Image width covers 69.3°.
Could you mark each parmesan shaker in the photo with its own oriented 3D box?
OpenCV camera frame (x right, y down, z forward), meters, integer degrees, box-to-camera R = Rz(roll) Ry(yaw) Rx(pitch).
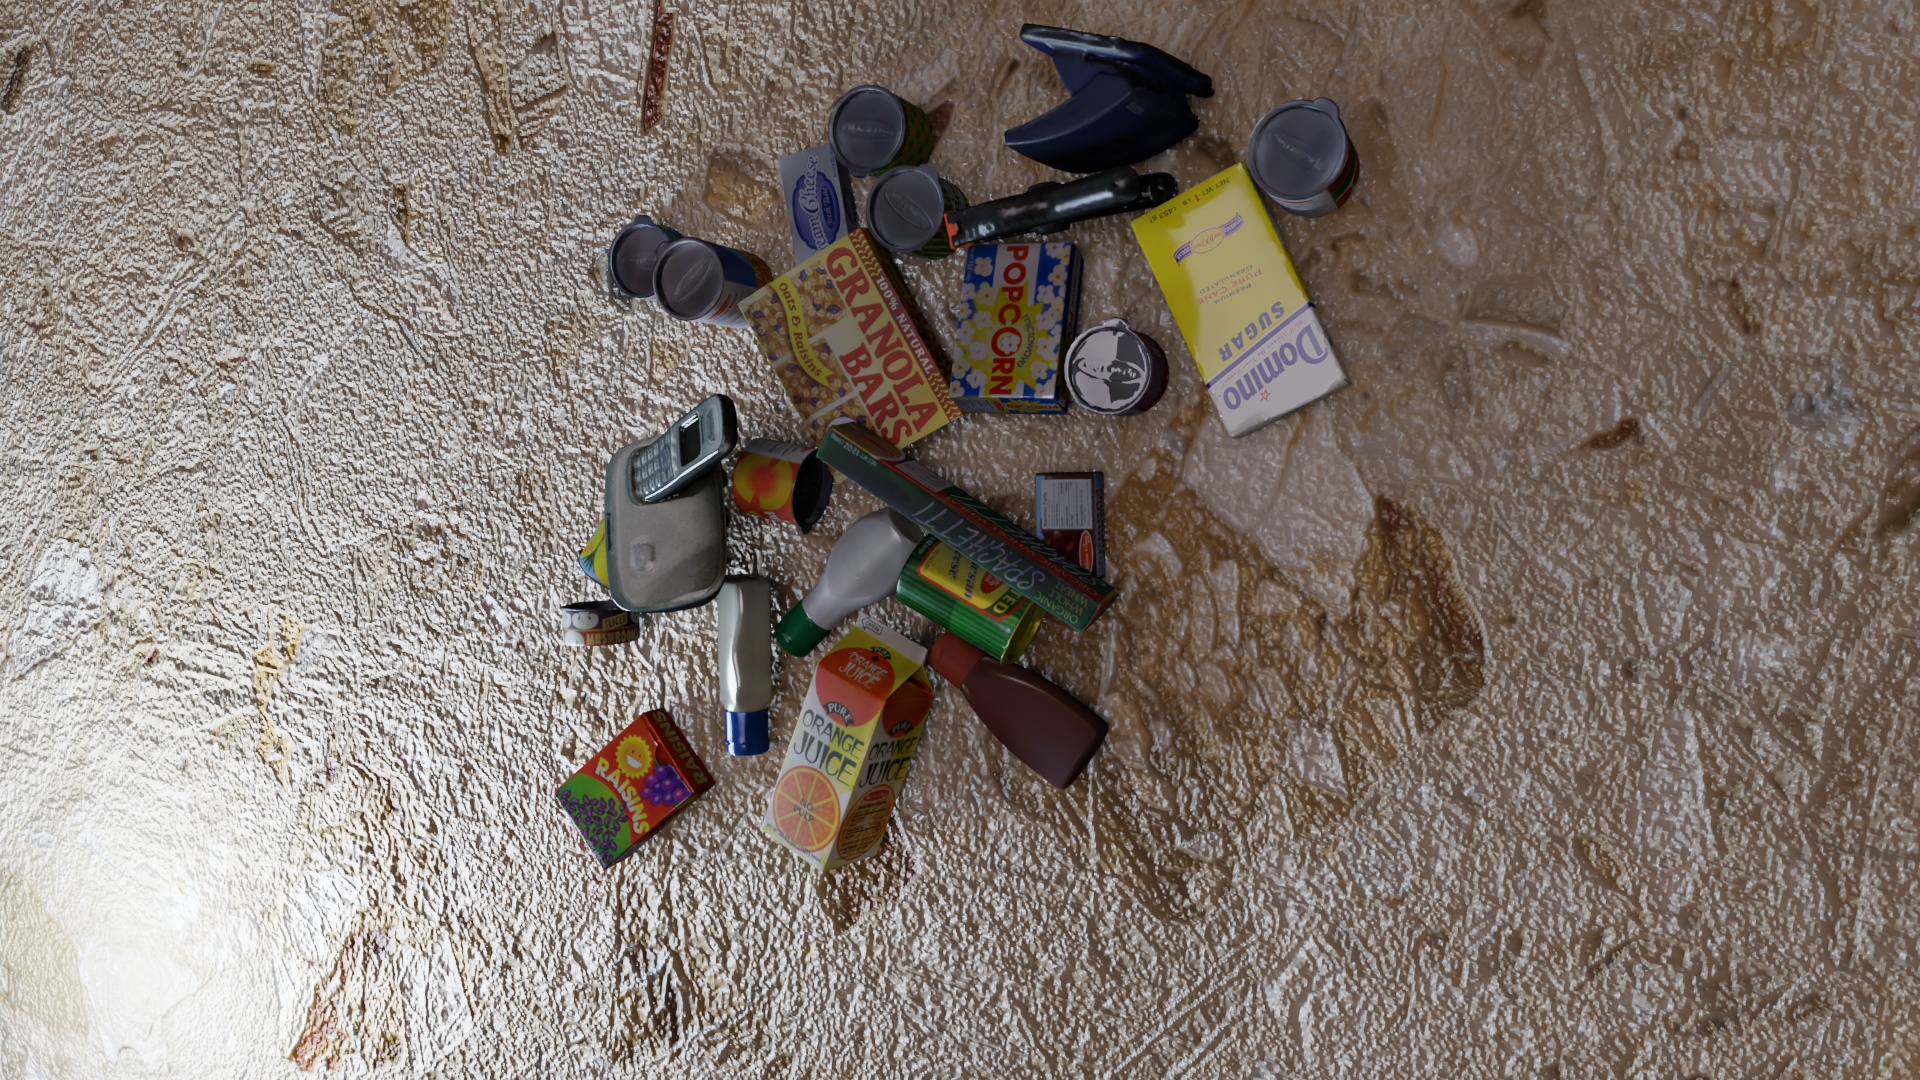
[{"bbox_3d":[0.008,0.045,1.077,0.103,0.071,0.071,29,103,17],"label":"parmesan shaker"}]

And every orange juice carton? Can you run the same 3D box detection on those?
[{"bbox_3d":[-0.084,0.159,1.113,0.072,0.073,0.192,26,103,30],"label":"orange juice carton"}]

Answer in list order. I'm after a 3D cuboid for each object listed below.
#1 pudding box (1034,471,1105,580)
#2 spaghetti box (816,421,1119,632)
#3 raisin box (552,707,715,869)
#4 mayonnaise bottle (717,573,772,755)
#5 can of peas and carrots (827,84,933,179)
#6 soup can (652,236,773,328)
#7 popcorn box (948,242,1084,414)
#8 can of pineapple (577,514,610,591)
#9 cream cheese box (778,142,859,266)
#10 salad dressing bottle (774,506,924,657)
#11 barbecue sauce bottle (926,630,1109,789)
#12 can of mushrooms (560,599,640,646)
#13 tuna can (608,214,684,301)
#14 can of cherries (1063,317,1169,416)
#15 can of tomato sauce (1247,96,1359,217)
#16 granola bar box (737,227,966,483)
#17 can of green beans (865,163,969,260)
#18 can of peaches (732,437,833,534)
[{"bbox_3d":[0.084,-0.011,1.066,0.049,0.030,0.083,-1,93,21],"label":"pudding box"},{"bbox_3d":[0.004,-0.013,1.048,0.250,0.050,0.028,33,110,13],"label":"spaghetti box"},{"bbox_3d":[-0.287,0.217,1.221,0.123,0.040,0.086,-40,78,18],"label":"raisin box"},{"bbox_3d":[-0.180,0.104,1.164,0.065,0.041,0.148,11,103,63],"label":"mayonnaise bottle"},{"bbox_3d":[-0.062,-0.316,1.092,0.071,0.059,0.071,2,94,22],"label":"can of peas and carrots"},{"bbox_3d":[-0.203,-0.212,1.139,0.071,0.084,0.071,1,94,21],"label":"soup can"},{"bbox_3d":[0.043,-0.161,1.053,0.085,0.038,0.127,3,78,20],"label":"popcorn box"},{"bbox_3d":[-0.287,0.006,1.193,0.071,0.071,0.057,37,105,16],"label":"can of pineapple"},{"bbox_3d":[-0.113,-0.266,1.133,0.053,0.024,0.103,-11,89,23],"label":"cream cheese box"},{"bbox_3d":[-0.093,0.036,1.132,0.147,0.044,0.064,-44,78,20],"label":"salad dressing bottle"},{"bbox_3d":[0.040,0.126,1.084,0.149,0.044,0.064,36,110,17],"label":"barbecue sauce bottle"},{"bbox_3d":[-0.311,0.071,1.206,0.071,0.071,0.033,0,94,22],"label":"can of mushrooms"},{"bbox_3d":[-0.265,-0.241,1.190,0.071,0.033,0.071,1,94,21],"label":"tuna can"},{"bbox_3d":[0.118,-0.128,1.031,0.071,0.058,0.071,1,93,23],"label":"can of cherries"},{"bbox_3d":[0.240,-0.264,0.962,0.071,0.083,0.071,1,94,21],"label":"can of tomato sauce"},{"bbox_3d":[-0.082,-0.147,1.106,0.124,0.039,0.165,-28,93,20],"label":"granola bar box"},{"bbox_3d":[-0.032,-0.254,1.083,0.071,0.058,0.071,1,94,22],"label":"can of green beans"},{"bbox_3d":[-0.146,-0.045,1.135,0.058,0.071,0.071,13,98,21],"label":"can of peaches"}]
